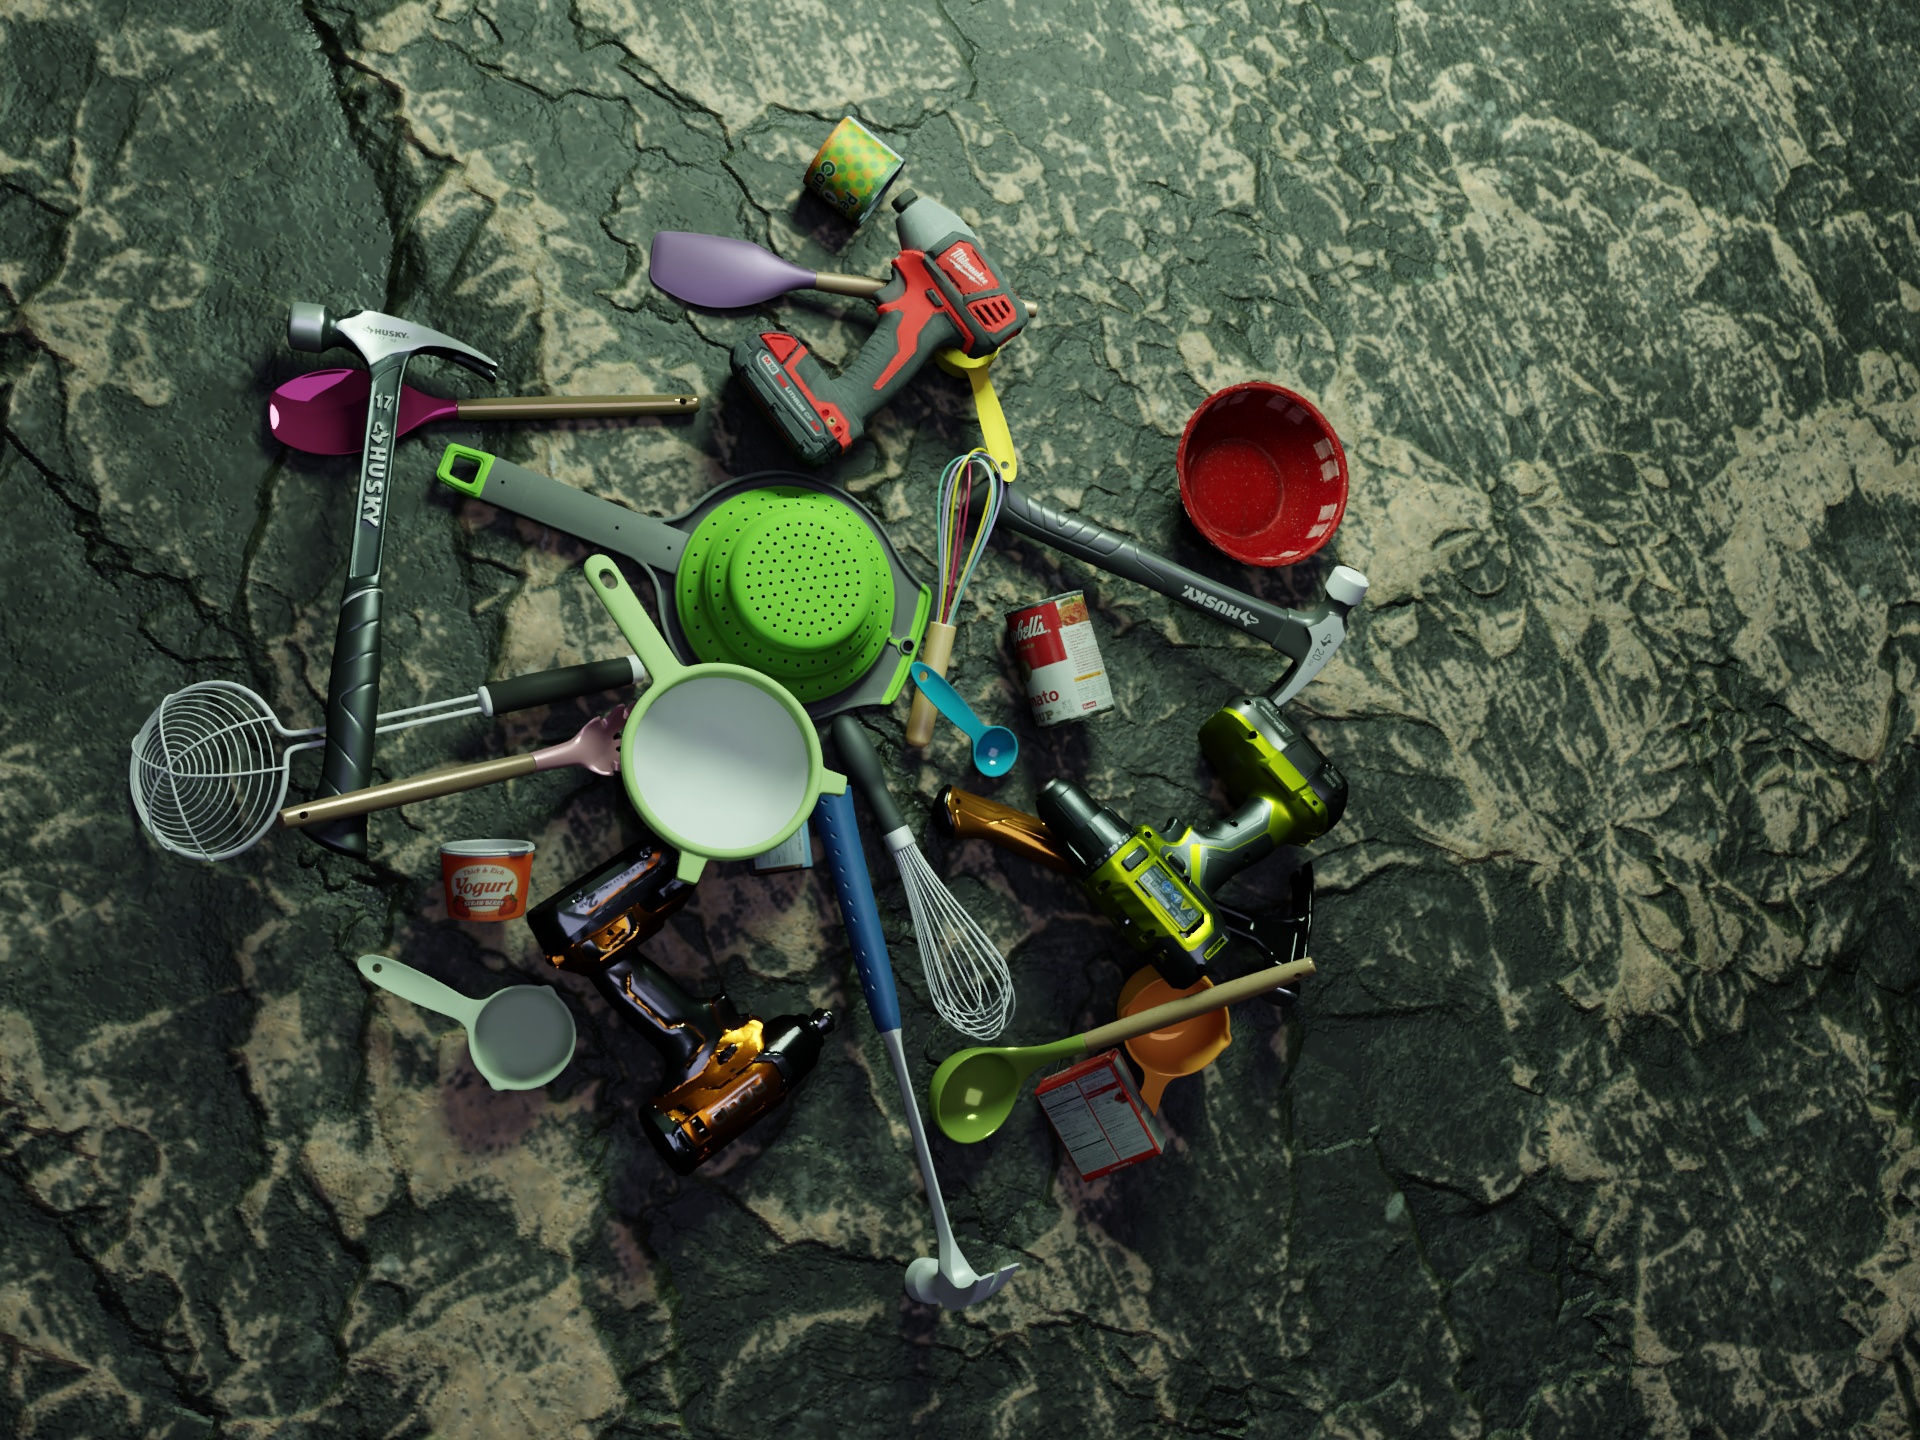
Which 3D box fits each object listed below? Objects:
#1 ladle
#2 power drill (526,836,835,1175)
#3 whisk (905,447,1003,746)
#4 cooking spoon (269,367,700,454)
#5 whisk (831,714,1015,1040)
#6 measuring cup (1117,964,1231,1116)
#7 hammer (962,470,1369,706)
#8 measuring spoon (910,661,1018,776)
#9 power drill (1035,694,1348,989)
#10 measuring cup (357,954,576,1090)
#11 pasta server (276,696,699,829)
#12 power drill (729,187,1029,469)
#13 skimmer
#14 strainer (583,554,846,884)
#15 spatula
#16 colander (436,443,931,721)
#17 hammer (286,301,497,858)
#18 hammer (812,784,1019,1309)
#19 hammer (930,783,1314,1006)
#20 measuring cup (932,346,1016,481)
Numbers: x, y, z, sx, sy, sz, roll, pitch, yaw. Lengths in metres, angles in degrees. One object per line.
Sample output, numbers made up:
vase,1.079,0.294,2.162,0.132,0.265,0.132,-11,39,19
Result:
ladle,0.123,0.249,1.229,0.320,0.062,0.078,-22,120,13
power drill,-0.203,0.202,1.196,0.164,0.084,0.226,-33,98,-25
whisk,-0.012,-0.099,1.281,0.051,0.047,0.245,13,94,3
cooking spoon,-0.361,-0.240,1.225,0.318,0.017,0.069,-5,78,-16
whisk,-0.034,0.123,1.268,0.070,0.070,0.284,-25,87,-16
measuring cup,0.159,0.280,1.313,0.095,0.052,0.173,17,103,-8
hammer,0.158,-0.120,1.330,0.334,0.035,0.146,23,116,-4
measuring spoon,-0.002,-0.004,1.287,0.042,0.021,0.128,-50,117,-12
power drill,0.187,0.080,1.289,0.228,0.080,0.190,-37,81,-28
measuring cup,-0.364,0.213,1.174,0.167,0.038,0.083,28,78,-10
pasta server,-0.328,0.035,1.138,0.316,0.040,0.060,-15,92,-44
power drill,-0.069,-0.311,1.259,0.219,0.078,0.143,-37,99,-4
skimmer,-0.418,0.006,1.181,0.363,0.090,0.127,-14,81,-27
strainer,-0.213,-0.006,1.194,0.151,0.069,0.256,-31,85,-28
spatula,-0.093,-0.353,1.297,0.316,0.018,0.060,5,84,-8
colander,-0.204,-0.131,1.219,0.397,0.094,0.204,21,80,-13
hammer,-0.421,-0.104,1.139,0.149,0.036,0.409,5,74,-18
hammer,-0.048,0.248,1.224,0.035,0.144,0.405,-11,81,-29
hammer,0.136,0.121,1.313,0.336,0.034,0.127,22,58,-8
measuring cup,0.016,-0.266,1.318,0.062,0.029,0.156,-14,80,-15
